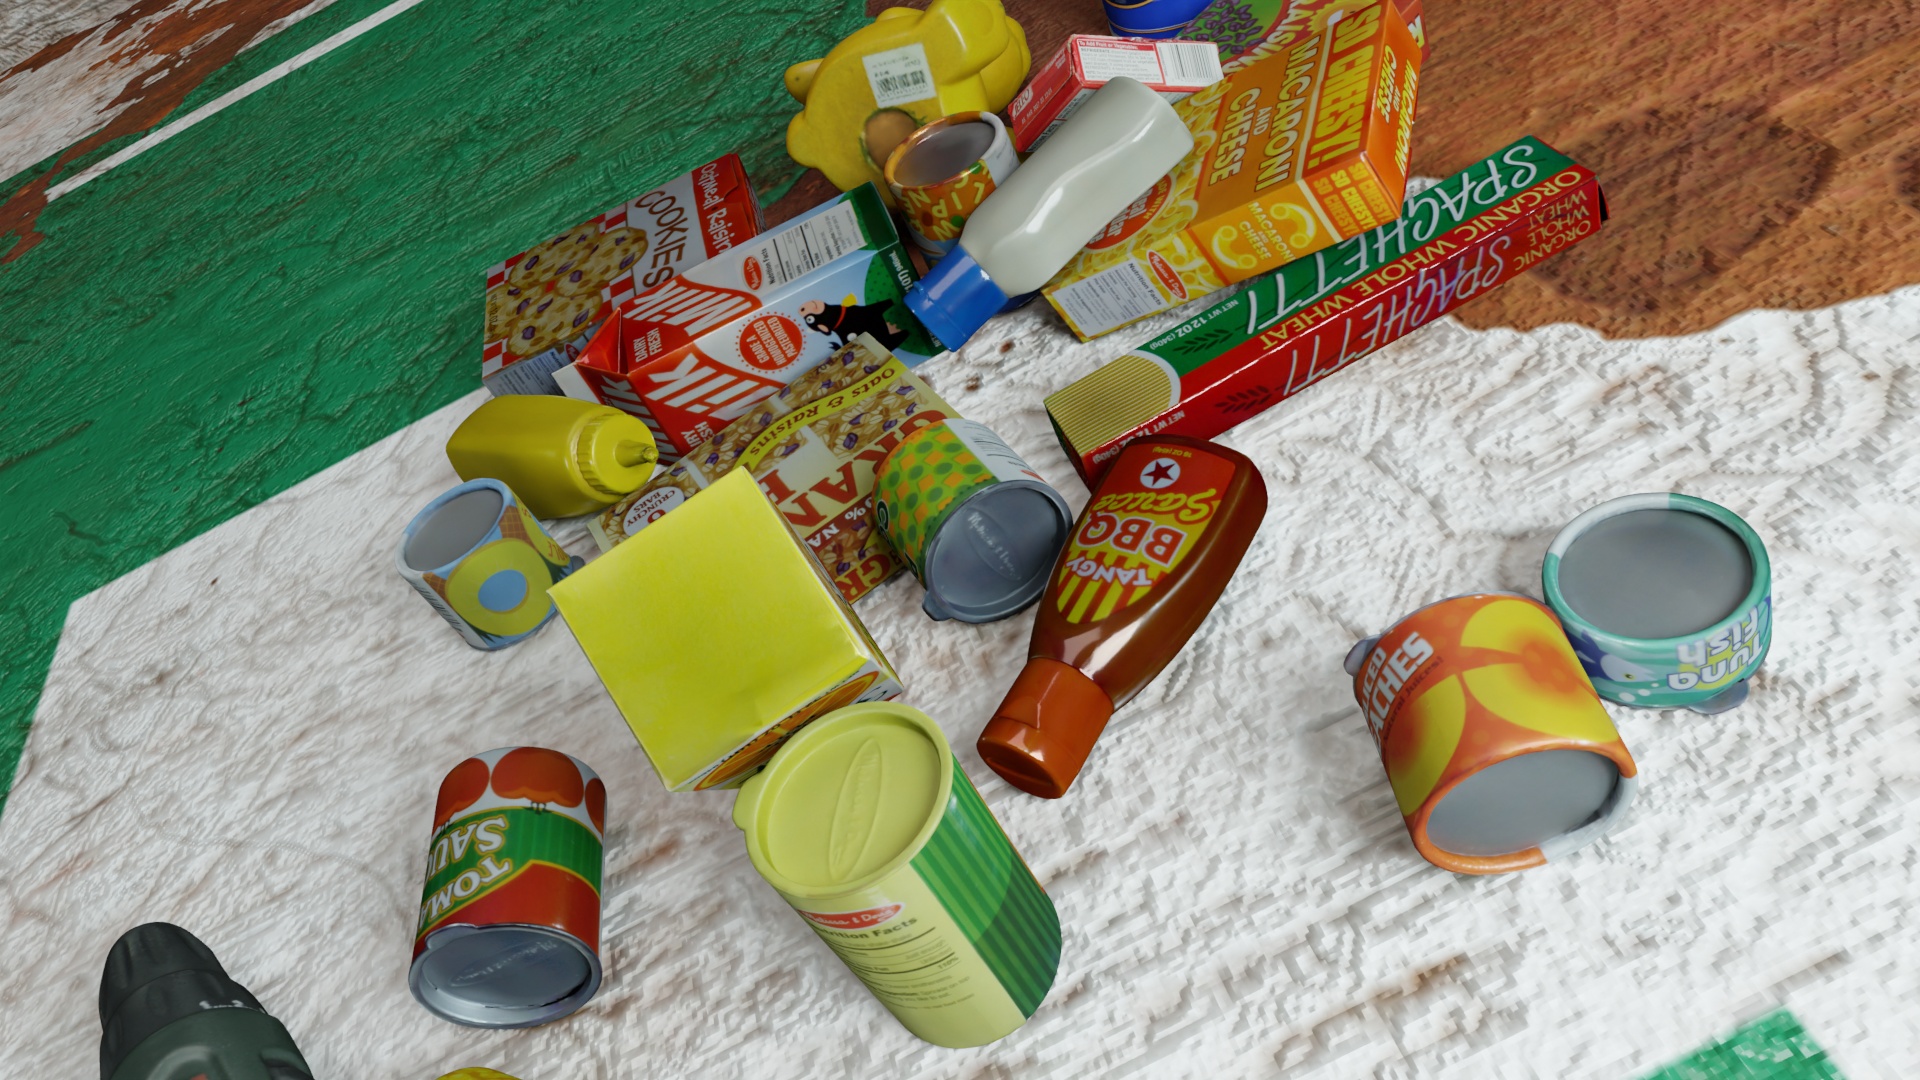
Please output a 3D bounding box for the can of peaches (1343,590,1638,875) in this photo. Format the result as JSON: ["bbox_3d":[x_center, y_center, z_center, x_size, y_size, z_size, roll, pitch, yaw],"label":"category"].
[{"bbox_3d":[0.156,0.058,0.416,0.071,0.071,0.058,-20,43,11],"label":"can of peaches"}]

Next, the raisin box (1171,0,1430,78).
[{"bbox_3d":[0.172,-0.254,0.739,0.086,0.040,0.123,-45,43,-19],"label":"raisin box"}]

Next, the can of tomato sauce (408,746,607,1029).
[{"bbox_3d":[-0.170,0.129,0.525,0.071,0.071,0.083,-23,41,8],"label":"can of tomato sauce"}]

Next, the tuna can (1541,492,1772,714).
[{"bbox_3d":[0.223,0.020,0.444,0.071,0.032,0.071,-16,43,15],"label":"tuna can"}]

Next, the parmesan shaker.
[{"bbox_3d":[-0.017,0.107,0.438,0.071,0.102,0.072,-15,43,15],"label":"parmesan shaker"}]

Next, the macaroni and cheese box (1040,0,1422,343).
[{"bbox_3d":[0.127,-0.171,0.650,0.166,0.040,0.124,-16,41,38],"label":"macaroni and cheese box"}]

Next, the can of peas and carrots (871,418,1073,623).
[{"bbox_3d":[0.002,-0.007,0.569,0.071,0.070,0.059,-35,41,-6],"label":"can of peas and carrots"}]

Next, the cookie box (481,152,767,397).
[{"bbox_3d":[-0.190,-0.148,0.795,0.167,0.040,0.123,-25,41,4],"label":"cookie box"}]

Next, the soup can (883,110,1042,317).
[{"bbox_3d":[0.004,-0.165,0.711,0.071,0.083,0.072,-16,43,16],"label":"soup can"}]

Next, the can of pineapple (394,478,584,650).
[{"bbox_3d":[-0.233,0.010,0.687,0.071,0.057,0.071,-16,43,15],"label":"can of pineapple"}]

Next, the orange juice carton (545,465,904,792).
[{"bbox_3d":[-0.072,0.040,0.500,0.072,0.192,0.073,-33,81,-4],"label":"orange juice carton"}]

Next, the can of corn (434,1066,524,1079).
[{"bbox_3d":[-0.145,0.204,0.436,0.058,0.071,0.071,2,50,32],"label":"can of corn"}]

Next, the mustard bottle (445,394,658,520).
[{"bbox_3d":[-0.197,-0.042,0.704,0.160,0.065,0.049,2,48,42],"label":"mustard bottle"}]

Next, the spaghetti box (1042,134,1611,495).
[{"bbox_3d":[0.156,-0.098,0.602,0.250,0.028,0.050,-29,41,1],"label":"spaghetti box"}]

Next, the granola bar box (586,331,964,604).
[{"bbox_3d":[-0.078,-0.014,0.640,0.166,0.039,0.124,-36,41,-8],"label":"granola bar box"}]

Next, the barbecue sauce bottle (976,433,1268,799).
[{"bbox_3d":[0.058,0.026,0.521,0.065,0.043,0.149,13,56,36],"label":"barbecue sauce bottle"}]

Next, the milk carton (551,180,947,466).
[{"bbox_3d":[-0.110,-0.102,0.721,0.190,0.072,0.074,-25,41,3],"label":"milk carton"}]

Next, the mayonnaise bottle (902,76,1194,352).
[{"bbox_3d":[0.038,-0.152,0.653,0.148,0.041,0.065,-43,33,6],"label":"mayonnaise bottle"}]
